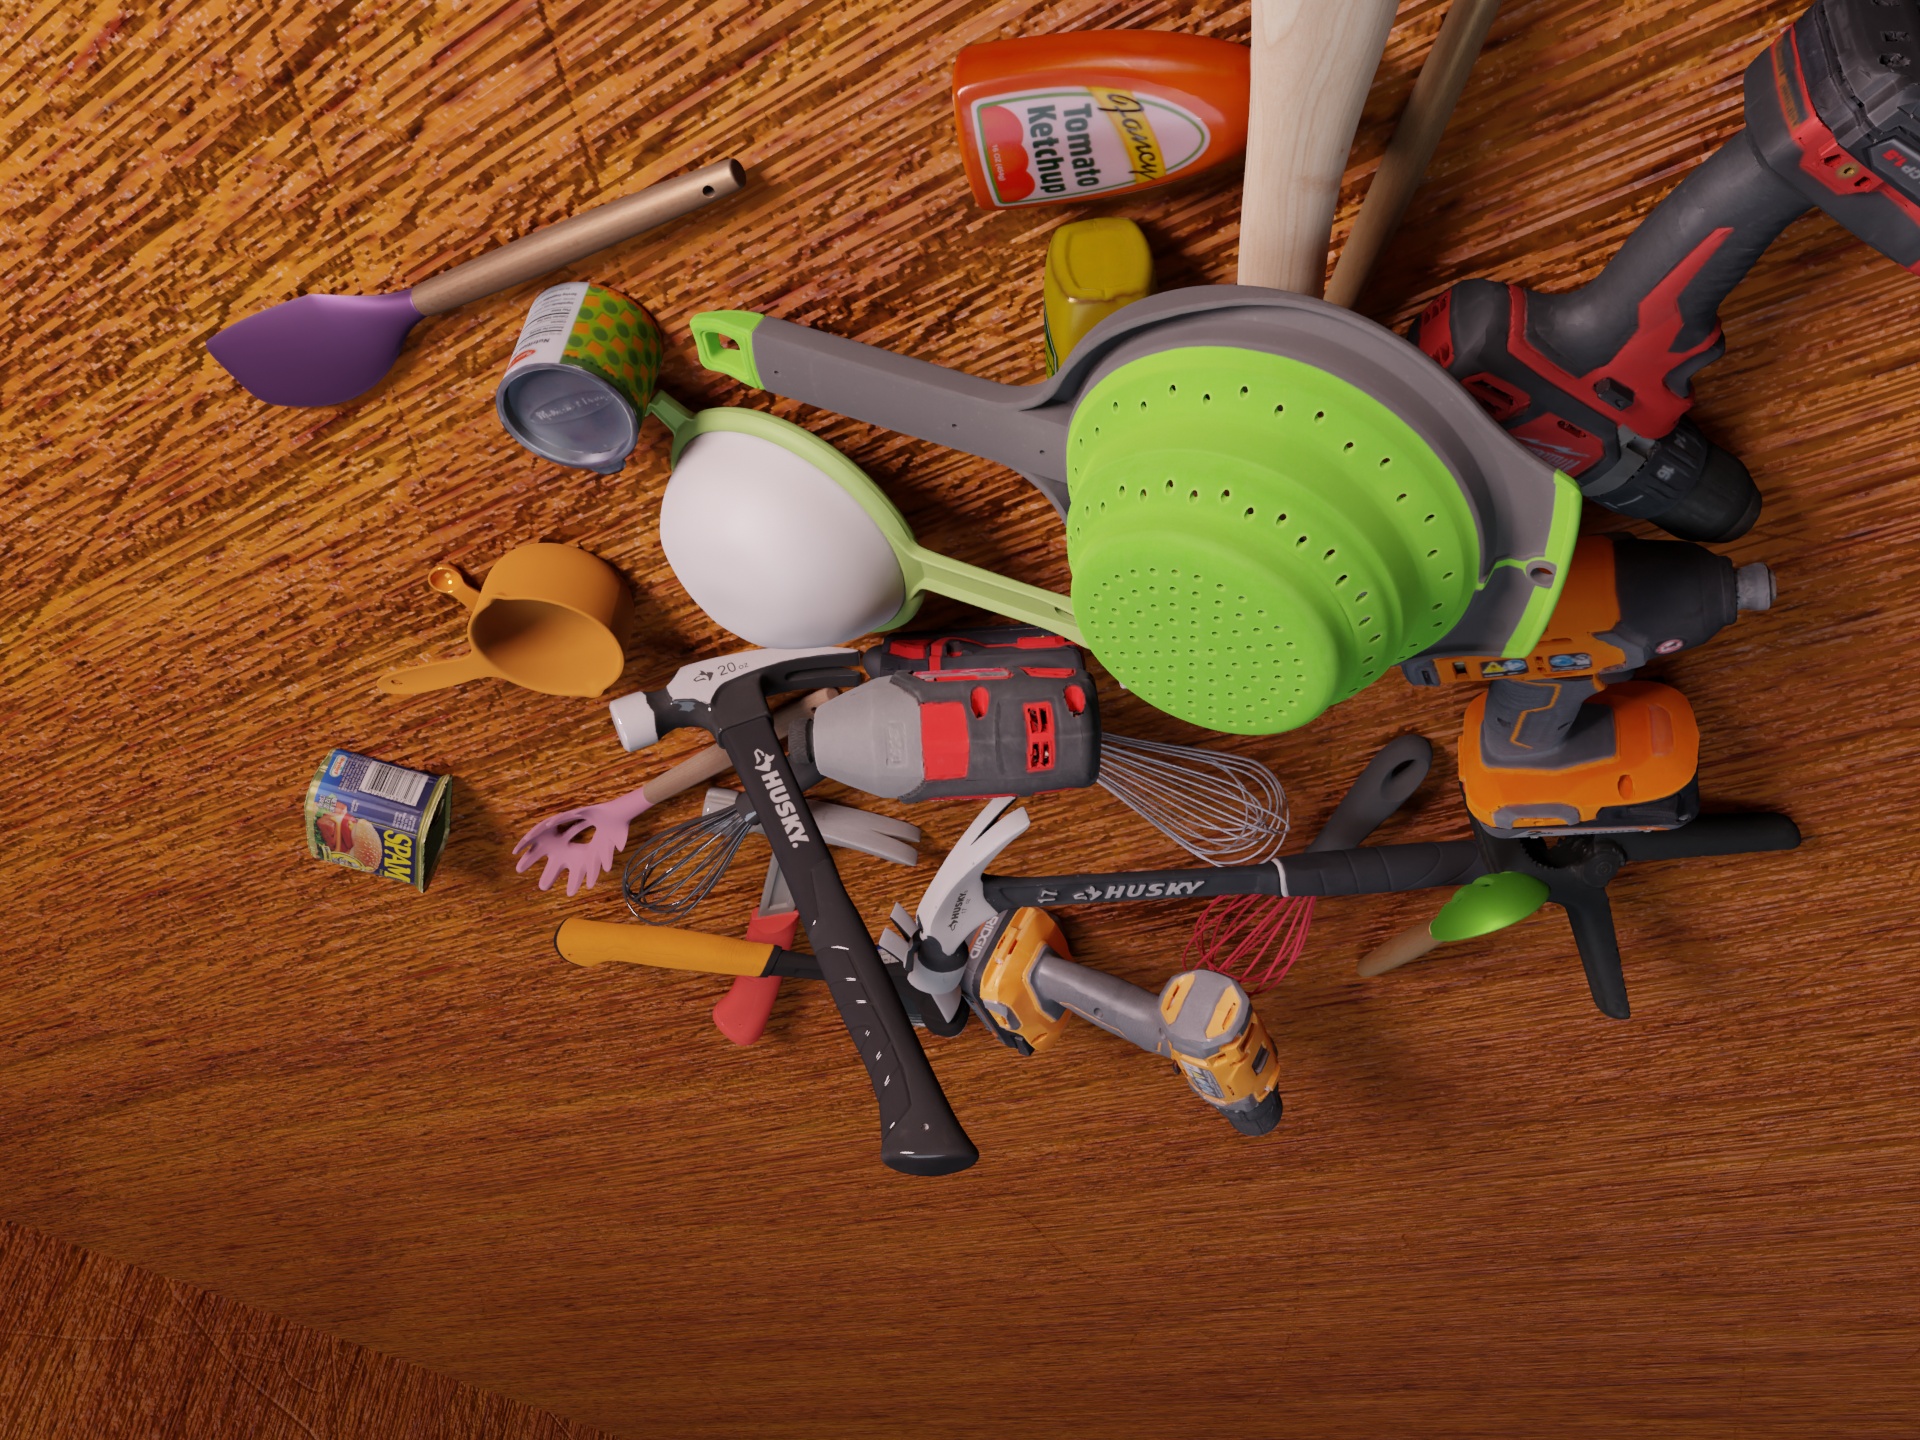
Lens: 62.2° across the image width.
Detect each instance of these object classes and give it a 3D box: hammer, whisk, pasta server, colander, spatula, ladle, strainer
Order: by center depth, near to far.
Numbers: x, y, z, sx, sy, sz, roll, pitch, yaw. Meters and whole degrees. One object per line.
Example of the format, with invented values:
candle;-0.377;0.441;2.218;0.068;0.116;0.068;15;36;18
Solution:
ladle;0.182;-0.243;0.566;0.078;0.062;0.320;10;147;-4
colander;0.038;-0.088;0.657;0.397;0.094;0.204;20;149;20
hammer;0.125;-0.142;0.666;0.146;0.038;0.410;-14;148;1
spatula;-0.229;-0.200;0.738;0.316;0.018;0.059;-12;138;27
strainer;-0.052;-0.062;0.771;0.256;0.069;0.151;20;150;27
hammer;-0.071;0.093;0.865;0.146;0.335;0.035;-20;148;-15
hammer;0.174;0.090;0.942;0.408;0.036;0.149;-2;136;-20
whisk;0.073;0.015;0.952;0.284;0.070;0.070;23;142;-11
whisk;-0.135;0.060;1.023;0.239;0.055;0.055;-37;127;25
whisk;0.225;0.103;1.043;0.073;0.073;0.295;16;138;-11
pasta server;-0.192;0.046;1.058;0.316;0.040;0.060;-26;122;37
hammer;-0.163;0.170;1.160;0.337;0.034;0.127;2;141;28
hammer;-0.135;0.164;1.213;0.149;0.037;0.358;12;144;-6

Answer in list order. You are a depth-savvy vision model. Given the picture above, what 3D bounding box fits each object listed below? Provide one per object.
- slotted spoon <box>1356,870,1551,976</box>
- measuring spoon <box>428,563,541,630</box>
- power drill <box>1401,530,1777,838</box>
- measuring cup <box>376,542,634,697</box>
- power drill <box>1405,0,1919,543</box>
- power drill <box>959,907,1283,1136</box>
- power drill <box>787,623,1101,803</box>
slotted spoon;0.300;0.139;1.025;0.070;0.031;0.313;-27;166;-9
measuring spoon;-0.269;-0.061;0.950;0.021;0.011;0.116;-29;135;23
power drill;0.318;-0.017;0.800;0.164;0.084;0.226;-6;152;24
measuring cup;-0.267;-0.052;0.922;0.173;0.052;0.095;-11;140;26
power drill;0.317;-0.161;0.638;0.187;0.080;0.226;23;145;-21
power drill;0.122;0.220;1.138;0.226;0.084;0.185;14;152;33
power drill;-0.001;-0.003;0.802;0.143;0.078;0.220;-3;-174;5
